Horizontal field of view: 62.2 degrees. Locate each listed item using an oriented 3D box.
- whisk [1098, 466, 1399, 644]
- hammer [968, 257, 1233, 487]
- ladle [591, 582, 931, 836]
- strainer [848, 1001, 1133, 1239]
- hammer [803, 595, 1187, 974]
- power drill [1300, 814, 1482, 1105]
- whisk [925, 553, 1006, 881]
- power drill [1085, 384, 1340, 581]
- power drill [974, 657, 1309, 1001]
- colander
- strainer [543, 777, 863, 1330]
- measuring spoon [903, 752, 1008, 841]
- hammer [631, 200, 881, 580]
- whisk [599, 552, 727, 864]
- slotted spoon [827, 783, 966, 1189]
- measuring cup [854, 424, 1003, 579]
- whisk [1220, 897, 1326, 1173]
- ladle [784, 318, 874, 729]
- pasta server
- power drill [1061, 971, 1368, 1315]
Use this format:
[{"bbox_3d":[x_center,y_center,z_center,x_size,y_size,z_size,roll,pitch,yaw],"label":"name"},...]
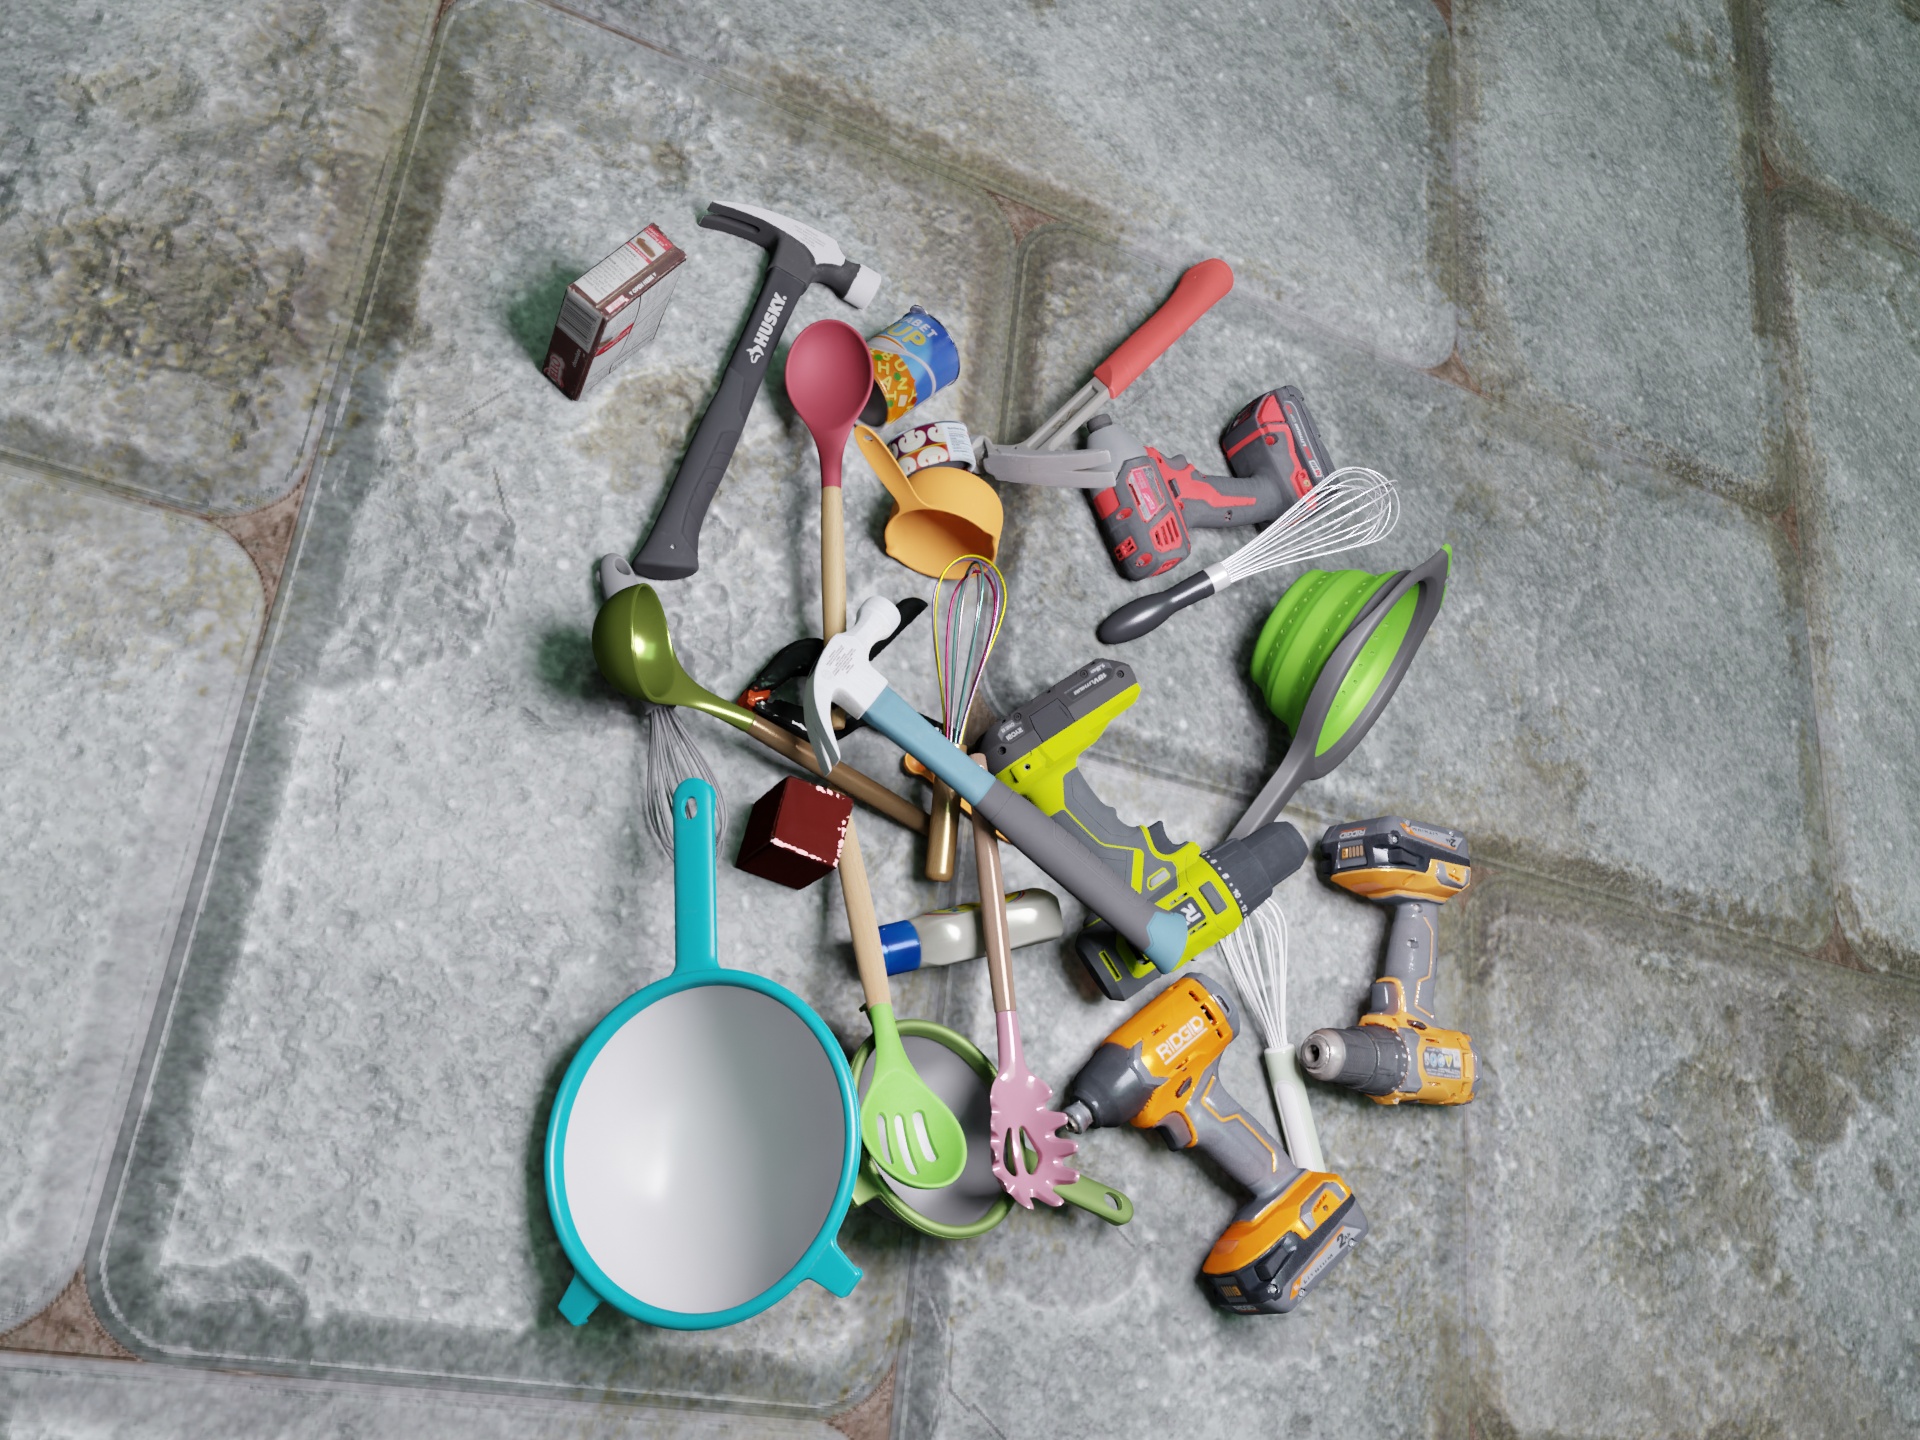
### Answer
[{"bbox_3d":[0.240,-0.133,1.322,0.284,0.070,0.070,-27,87,-6],"label":"whisk"},{"bbox_3d":[0.148,-0.301,1.349,0.359,0.149,0.036,-47,134,-36],"label":"hammer"},{"bbox_3d":[-0.119,0.008,1.108,0.320,0.062,0.078,32,39,-29],"label":"ladle"},{"bbox_3d":[0.008,0.308,1.101,0.256,0.069,0.152,31,41,-27],"label":"strainer"},{"bbox_3d":[0.028,0.058,1.115,0.331,0.033,0.128,40,58,-2],"label":"hammer"},{"bbox_3d":[0.343,0.195,1.289,0.185,0.084,0.226,13,71,-36],"label":"power drill"},{"bbox_3d":[0.000,-0.004,1.171,0.047,0.051,0.245,11,81,-33],"label":"whisk"},{"bbox_3d":[0.208,-0.213,1.370,0.219,0.078,0.143,-19,83,-28],"label":"power drill"},{"bbox_3d":[0.134,0.071,1.200,0.190,0.080,0.228,-33,86,-7],"label":"power drill"},{"bbox_3d":[0.259,0.002,1.312,0.095,0.204,0.397,33,74,24],"label":"colander"},{"bbox_3d":[-0.150,0.208,1.016,0.095,0.211,0.341,46,36,-62],"label":"strainer"},{"bbox_3d":[0.002,0.061,1.210,0.116,0.011,0.021,37,47,-16],"label":"measuring spoon"},{"bbox_3d":[-0.176,-0.249,1.205,0.146,0.035,0.335,27,63,-18],"label":"hammer"},{"bbox_3d":[-0.211,-0.008,1.103,0.055,0.055,0.239,-12,75,-30],"label":"whisk"},{"bbox_3d":[-0.057,0.171,1.072,0.070,0.031,0.314,5,49,-26],"label":"slotted spoon"},{"bbox_3d":[-0.029,-0.178,1.198,0.173,0.095,0.052,52,43,-44],"label":"measuring cup"},{"bbox_3d":[0.250,0.251,1.255,0.059,0.058,0.246,-1,76,-60],"label":"whisk"},{"bbox_3d":[-0.094,-0.147,1.174,0.069,0.031,0.316,-5,75,10],"label":"ladle"},{"bbox_3d":[0.031,0.173,1.098,0.060,0.040,0.316,1,71,-22],"label":"pasta server"},{"bbox_3d":[0.181,0.322,1.177,0.164,0.084,0.226,-31,85,-31],"label":"power drill"}]
